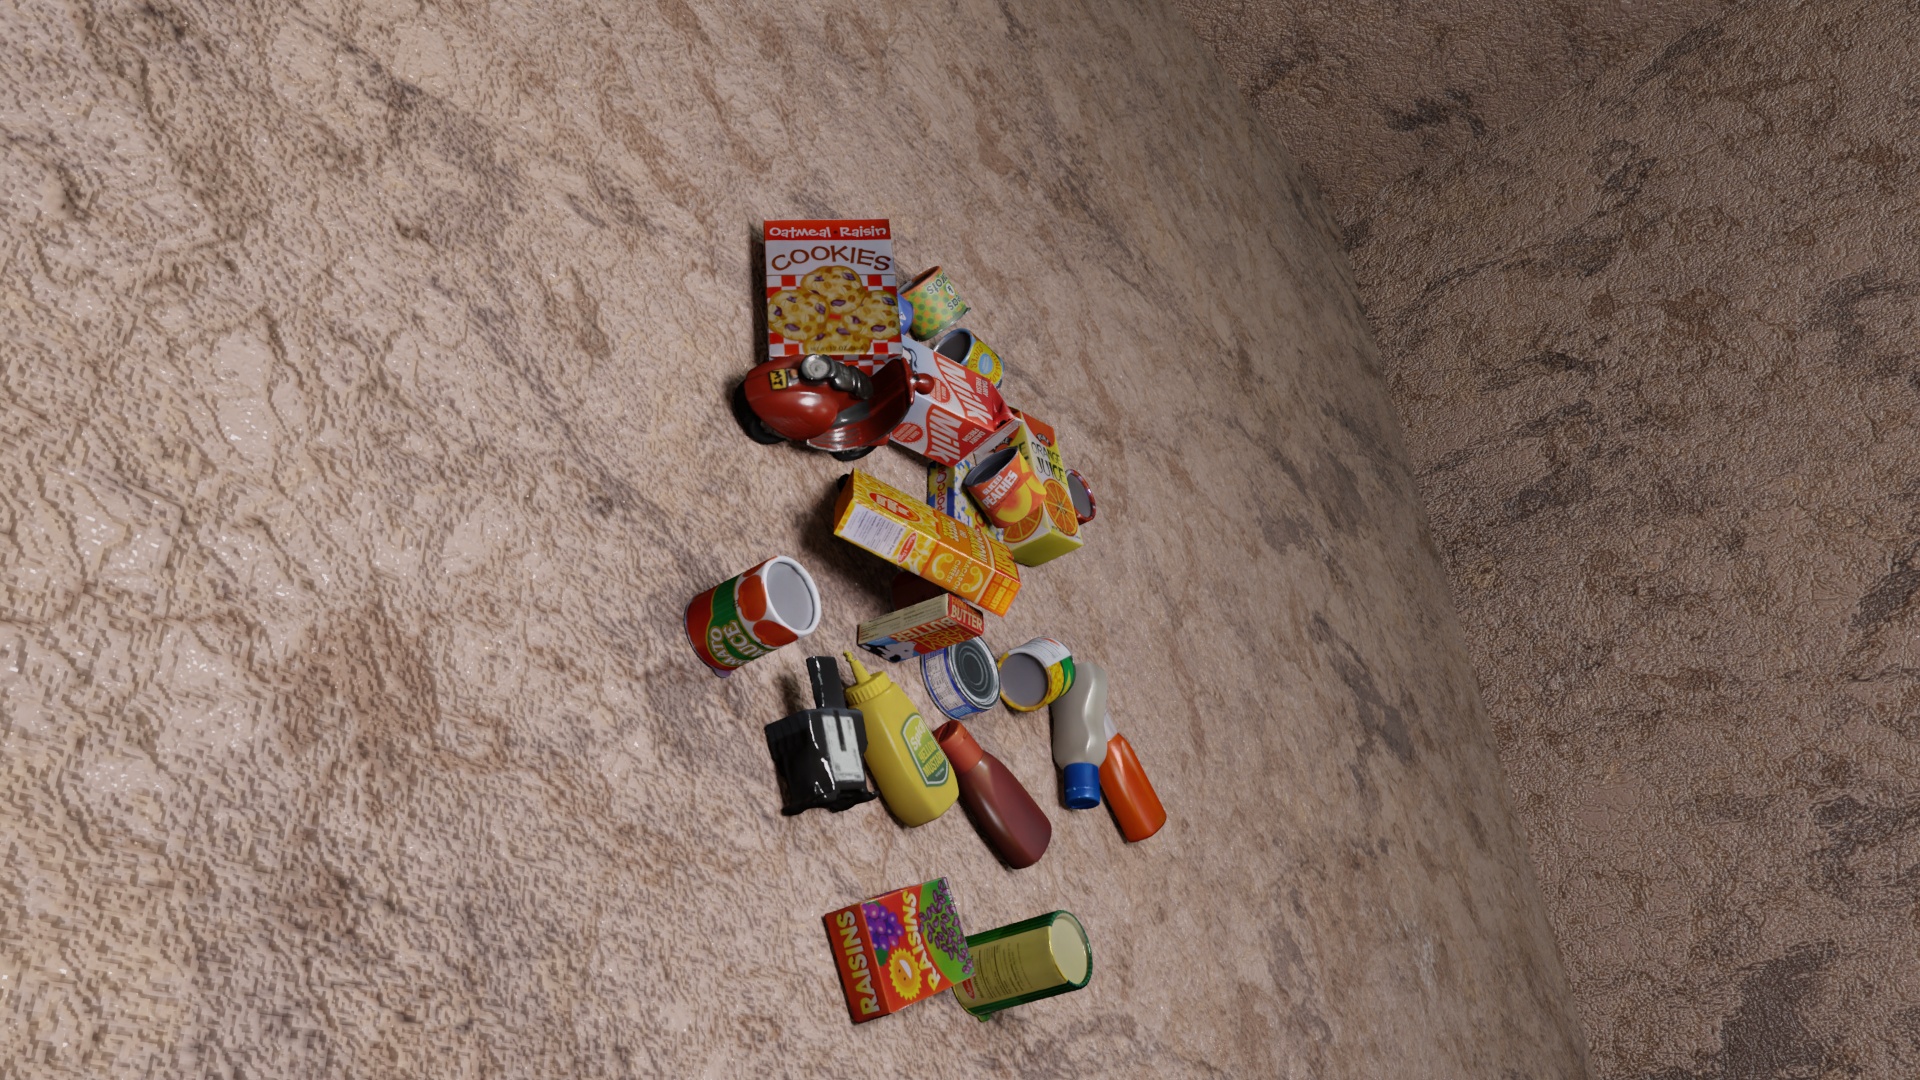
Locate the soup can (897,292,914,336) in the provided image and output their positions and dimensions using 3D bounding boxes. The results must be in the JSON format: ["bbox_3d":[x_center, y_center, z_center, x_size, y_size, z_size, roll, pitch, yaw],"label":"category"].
[{"bbox_3d":[-0.098,-0.237,1.408,0.083,0.071,0.072,36,40,-40],"label":"soup can"}]

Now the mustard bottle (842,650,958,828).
[{"bbox_3d":[-0.059,0.163,1.182,0.160,0.048,0.065,62,28,-6],"label":"mustard bottle"}]

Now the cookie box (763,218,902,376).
[{"bbox_3d":[-0.123,-0.231,1.318,0.040,0.123,0.168,101,-16,-59],"label":"cookie box"}]

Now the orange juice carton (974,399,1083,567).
[{"bbox_3d":[0.069,-0.074,1.549,0.072,0.073,0.193,20,51,-52],"label":"orange juice carton"}]

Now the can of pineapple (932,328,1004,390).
[{"bbox_3d":[0.007,-0.194,1.544,0.058,0.071,0.071,37,39,-39],"label":"can of pineapple"}]

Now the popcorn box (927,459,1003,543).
[{"bbox_3d":[0.005,-0.018,1.436,0.085,0.038,0.127,38,39,-37],"label":"popcorn box"}]

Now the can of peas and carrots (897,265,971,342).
[{"bbox_3d":[-0.033,-0.262,1.530,0.058,0.071,0.071,55,31,-17],"label":"can of peas and carrots"}]

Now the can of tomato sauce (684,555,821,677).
[{"bbox_3d":[-0.159,0.058,1.066,0.071,0.083,0.071,39,38,-38],"label":"can of tomato sauce"}]

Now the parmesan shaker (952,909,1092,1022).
[{"bbox_3d":[0.052,0.355,1.159,0.071,0.103,0.072,39,38,-39],"label":"parmesan shaker"}]

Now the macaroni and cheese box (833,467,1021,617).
[{"bbox_3d":[-0.030,-0.001,1.246,0.166,0.040,0.124,26,12,-11],"label":"macaroni and cheese box"}]

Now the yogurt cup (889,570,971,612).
[{"bbox_3d":[-0.026,0.053,1.316,0.072,0.054,0.073,38,39,-38],"label":"yogurt cup"}]

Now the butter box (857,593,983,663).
[{"bbox_3d":[-0.035,0.079,1.230,0.053,0.103,0.024,32,47,-46],"label":"butter box"}]

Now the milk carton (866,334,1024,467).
[{"bbox_3d":[-0.031,-0.137,1.391,0.190,0.072,0.074,24,47,-31],"label":"milk carton"}]

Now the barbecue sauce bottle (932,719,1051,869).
[{"bbox_3d":[0.027,0.230,1.277,0.148,0.043,0.065,54,31,-18],"label":"barbecue sauce bottle"}]

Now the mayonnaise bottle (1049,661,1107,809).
[{"bbox_3d":[0.124,0.203,1.439,0.041,0.064,0.149,28,49,-37],"label":"mayonnaise bottle"}]

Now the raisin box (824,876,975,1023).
[{"bbox_3d":[-0.046,0.319,1.094,0.123,0.040,0.086,4,65,-59],"label":"raisin box"}]

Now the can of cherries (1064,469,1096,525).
[{"bbox_3d":[0.118,-0.041,1.617,0.071,0.058,0.072,38,39,-38],"label":"can of cherries"}]

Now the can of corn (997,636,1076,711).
[{"bbox_3d":[0.075,0.138,1.406,0.058,0.071,0.071,-16,82,-60],"label":"can of corn"}]

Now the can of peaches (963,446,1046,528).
[{"bbox_3d":[0.046,-0.053,1.419,0.058,0.071,0.071,55,30,-19],"label":"can of peaches"}]

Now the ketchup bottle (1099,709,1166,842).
[{"bbox_3d":[0.170,0.247,1.496,0.148,0.043,0.065,63,28,-3],"label":"ketchup bottle"}]
